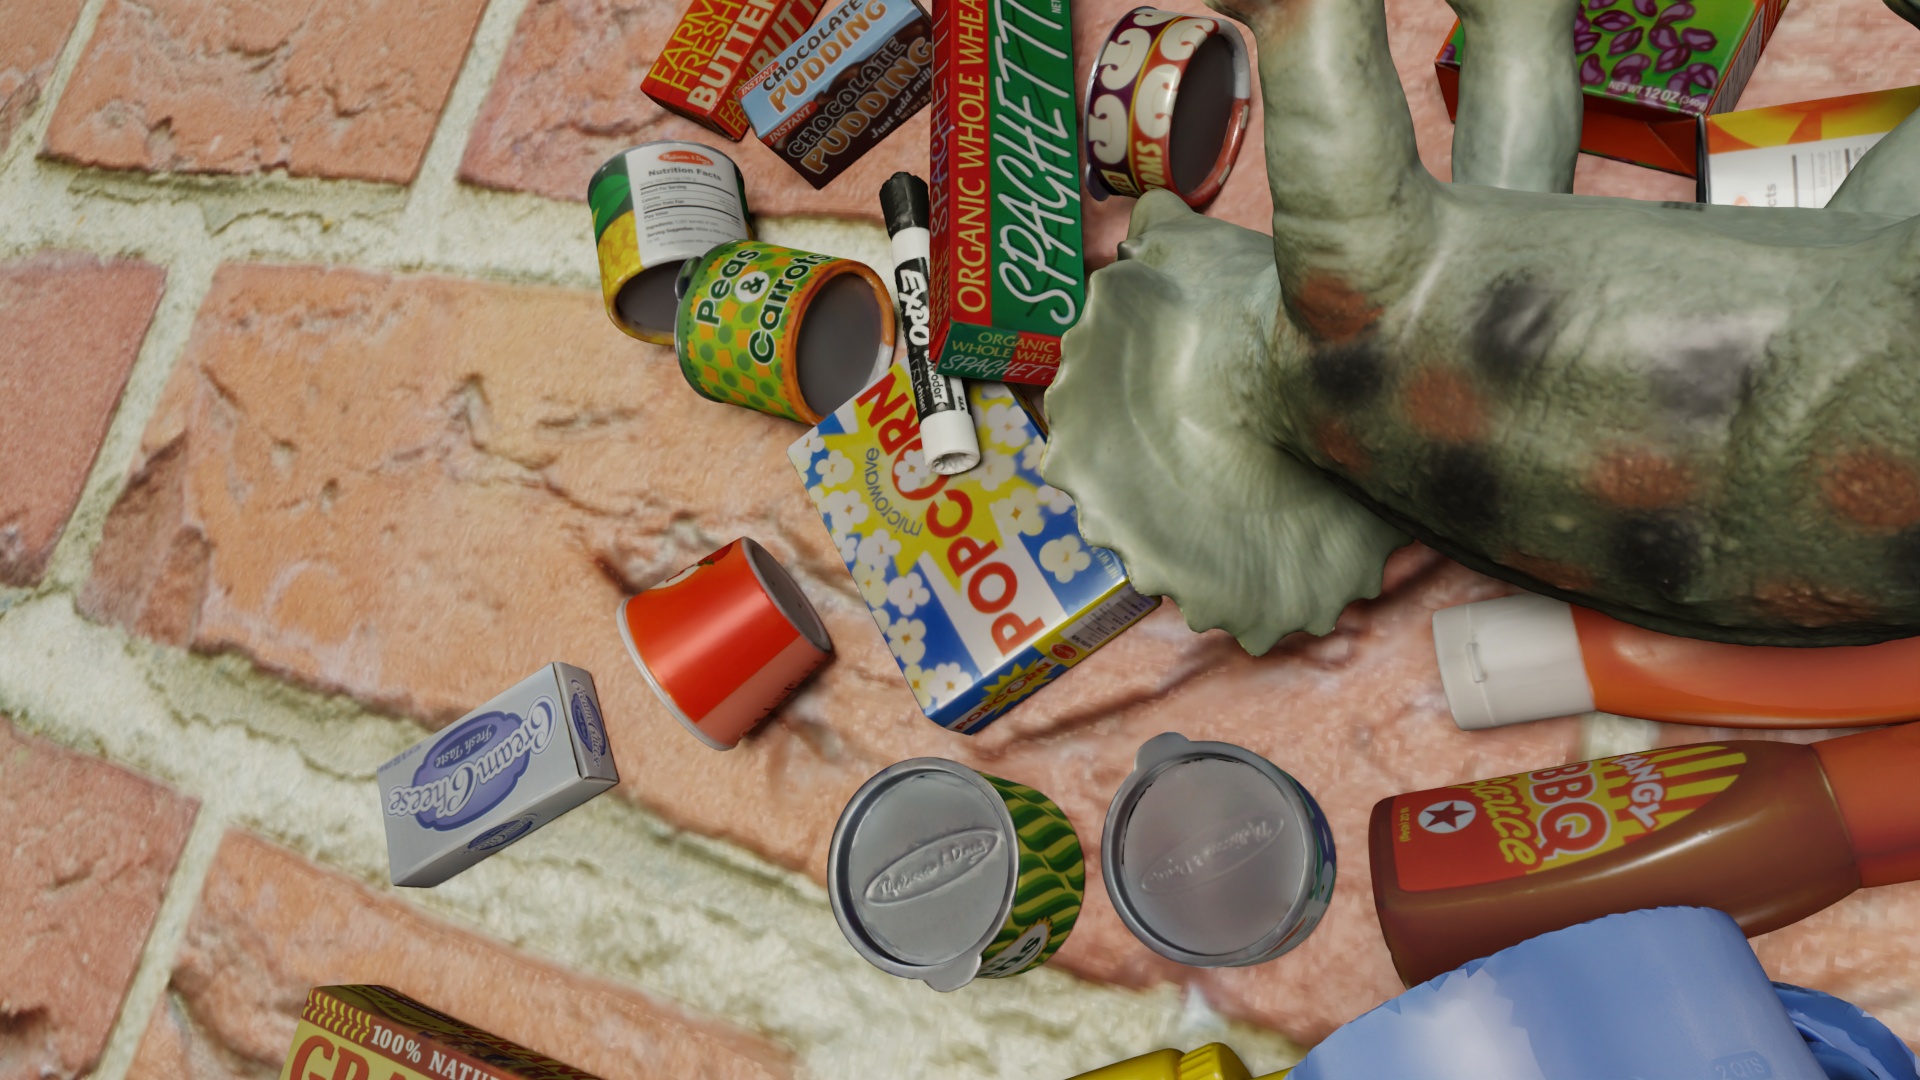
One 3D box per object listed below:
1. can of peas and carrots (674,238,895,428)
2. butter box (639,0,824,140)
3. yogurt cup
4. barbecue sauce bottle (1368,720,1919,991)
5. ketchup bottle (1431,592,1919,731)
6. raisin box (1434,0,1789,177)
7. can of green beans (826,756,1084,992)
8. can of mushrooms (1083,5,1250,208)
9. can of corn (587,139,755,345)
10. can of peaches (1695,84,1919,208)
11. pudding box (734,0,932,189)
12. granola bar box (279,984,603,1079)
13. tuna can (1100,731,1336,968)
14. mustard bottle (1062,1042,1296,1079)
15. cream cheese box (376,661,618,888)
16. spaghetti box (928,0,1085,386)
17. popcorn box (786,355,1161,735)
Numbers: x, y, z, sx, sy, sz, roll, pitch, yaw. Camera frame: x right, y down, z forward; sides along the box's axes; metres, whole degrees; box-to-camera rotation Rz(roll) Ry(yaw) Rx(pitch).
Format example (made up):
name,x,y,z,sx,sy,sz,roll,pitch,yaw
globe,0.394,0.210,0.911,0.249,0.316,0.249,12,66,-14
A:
name,x,y,z,sx,sy,sz,roll,pitch,yaw
can of peas and carrots,-0.068,-0.081,0.538,0.059,0.071,0.071,16,81,30
butter box,-0.098,-0.236,0.633,0.053,0.024,0.103,29,88,32
yogurt cup,-0.085,0.035,0.512,0.054,0.072,0.072,-36,61,3
barbecue sauce bottle,0.185,0.079,0.359,0.148,0.065,0.043,-17,105,22
ketchup bottle,0.208,0.023,0.378,0.148,0.043,0.065,-13,77,23
raisin box,0.221,-0.188,0.446,0.086,0.040,0.123,26,86,32
can of green beans,0.000,0.107,0.447,0.071,0.057,0.071,-9,70,24
can of mushrooms,0.073,-0.151,0.492,0.033,0.071,0.071,21,84,30
can of corn,-0.119,-0.122,0.582,0.071,0.071,0.058,-23,65,19
can of peaches,0.240,-0.091,0.389,0.058,0.071,0.071,-2,73,27
pudding box,-0.045,-0.191,0.576,0.083,0.049,0.030,-35,63,12
granola bar box,-0.191,0.247,0.507,0.165,0.039,0.124,8,77,29
tuna can,0.078,0.094,0.426,0.071,0.033,0.071,-9,70,24
mustard bottle,0.042,0.187,0.404,0.160,0.048,0.065,-32,62,14
cream cheese box,-0.192,0.096,0.567,0.103,0.024,0.053,-30,63,15
spaghetti box,0.016,-0.170,0.519,0.050,0.028,0.251,7,62,-13
popcorn box,0.002,-0.006,0.496,0.085,0.038,0.127,-37,61,11
